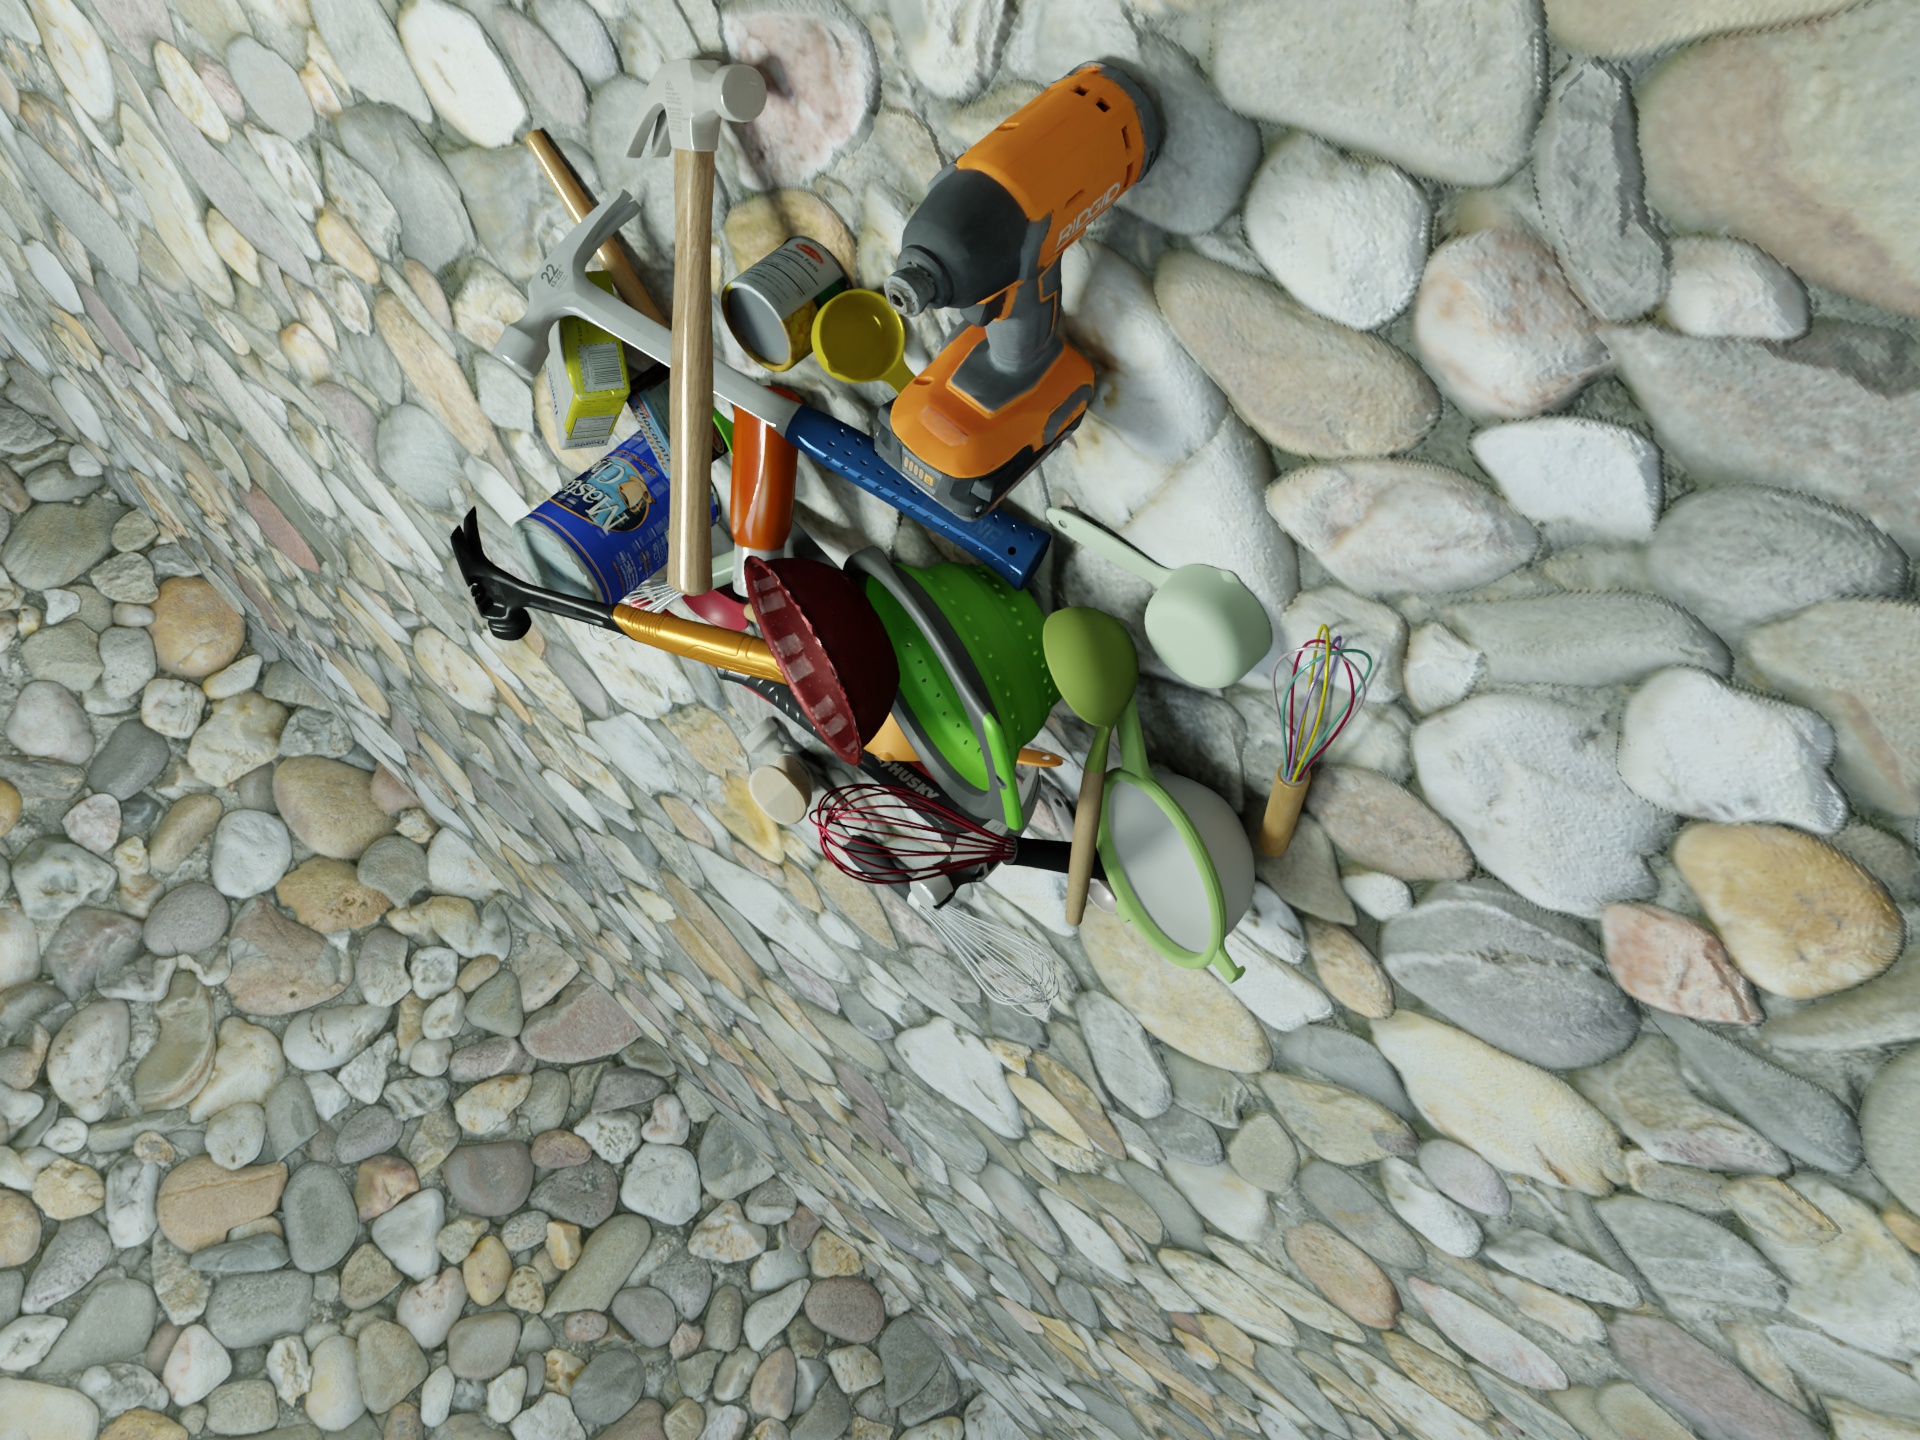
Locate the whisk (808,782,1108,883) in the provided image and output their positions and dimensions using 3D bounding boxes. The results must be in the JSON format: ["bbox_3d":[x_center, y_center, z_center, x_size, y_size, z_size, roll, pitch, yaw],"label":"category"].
[{"bbox_3d":[0.020,0.094,1.169,0.295,0.073,0.073,10,172,-32],"label":"whisk"}]

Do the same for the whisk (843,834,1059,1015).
[{"bbox_3d":[-0.016,0.191,1.536,0.285,0.070,0.070,34,152,32],"label":"whisk"}]

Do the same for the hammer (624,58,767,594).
[{"bbox_3d":[-0.172,-0.243,1.011,0.130,0.031,0.331,30,123,47],"label":"hammer"}]

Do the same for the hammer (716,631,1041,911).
[{"bbox_3d":[-0.082,0.016,1.304,0.335,0.146,0.035,35,152,31],"label":"hammer"}]

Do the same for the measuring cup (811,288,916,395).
[{"bbox_3d":[-0.034,-0.207,1.013,0.156,0.062,0.029,45,168,-24],"label":"measuring cup"}]

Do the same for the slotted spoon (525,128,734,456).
[{"bbox_3d":[-0.225,-0.291,1.173,0.313,0.031,0.070,58,-179,-15],"label":"slotted spoon"}]

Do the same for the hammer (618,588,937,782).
[{"bbox_3d":[-0.175,-0.029,1.452,0.386,0.038,0.143,31,172,17],"label":"hammer"}]

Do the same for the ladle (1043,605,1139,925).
[{"bbox_3d":[0.078,0.046,1.093,0.062,0.078,0.319,4,139,2],"label":"ladle"}]

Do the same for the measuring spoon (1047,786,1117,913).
[{"bbox_3d":[0.102,0.103,1.289,0.034,0.018,0.124,3,124,54],"label":"measuring spoon"}]

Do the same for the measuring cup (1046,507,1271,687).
[{"bbox_3d":[0.112,-0.079,0.982,0.168,0.038,0.083,34,152,17],"label":"measuring cup"}]

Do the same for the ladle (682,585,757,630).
[{"bbox_3d":[-0.167,-0.088,1.323,0.069,0.031,0.316,42,170,-26],"label":"ladle"}]

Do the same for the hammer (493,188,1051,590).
[{"bbox_3d":[-0.118,-0.212,1.072,0.405,0.144,0.035,31,-177,10],"label":"hammer"}]

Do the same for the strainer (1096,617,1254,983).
[{"bbox_3d":[0.147,0.044,1.098,0.152,0.069,0.256,23,131,61],"label":"strainer"}]

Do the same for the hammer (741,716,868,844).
[{"bbox_3d":[-0.138,0.064,1.375,0.146,0.038,0.410,46,178,-4],"label":"hammer"}]

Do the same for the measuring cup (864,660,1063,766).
[{"bbox_3d":[-0.002,-0.004,1.233,0.173,0.095,0.052,12,122,14],"label":"measuring cup"}]

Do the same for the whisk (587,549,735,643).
[{"bbox_3d":[-0.235,-0.116,1.348,0.246,0.059,0.057,-15,153,34],"label":"whisk"}]

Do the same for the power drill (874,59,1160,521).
[{"bbox_3d":[0.015,-0.203,0.811,0.084,0.164,0.226,39,155,13],"label":"power drill"}]

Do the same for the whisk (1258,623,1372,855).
[{"bbox_3d":[0.211,0.019,0.986,0.244,0.051,0.047,86,160,-58],"label":"whisk"}]

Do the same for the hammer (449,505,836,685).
[{"bbox_3d":[-0.236,-0.076,1.227,0.337,0.034,0.127,16,145,17],"label":"hammer"}]

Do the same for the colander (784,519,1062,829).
[{"bbox_3d":[-0.034,-0.086,1.152,0.398,0.094,0.204,47,159,42],"label":"colander"}]
